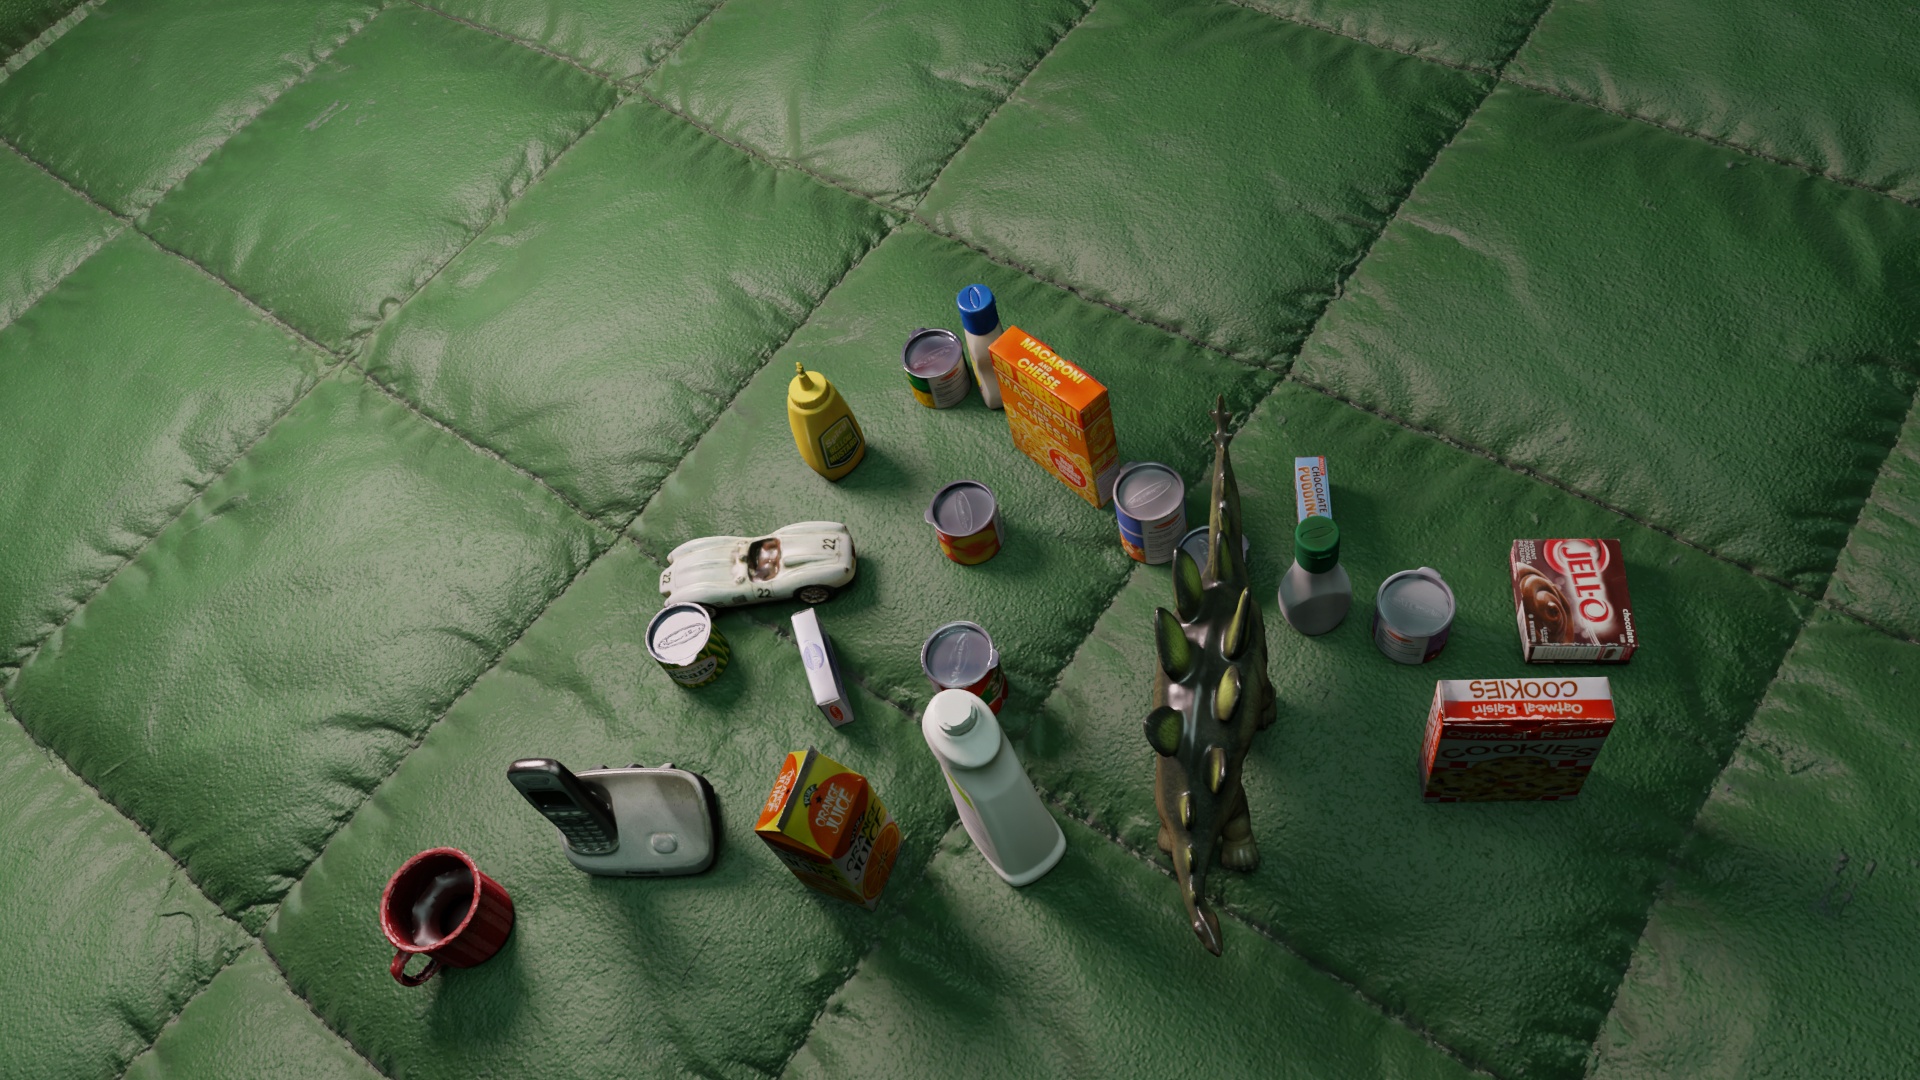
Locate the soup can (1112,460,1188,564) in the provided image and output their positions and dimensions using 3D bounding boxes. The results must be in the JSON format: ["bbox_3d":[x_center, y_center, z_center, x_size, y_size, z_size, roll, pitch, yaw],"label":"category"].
[{"bbox_3d":[0.180,-0.027,1.320,0.071,0.083,0.071,-5,58,9],"label":"soup can"}]

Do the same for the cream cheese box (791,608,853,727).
[{"bbox_3d":[-0.131,0.120,1.313,0.024,0.053,0.104,-21,57,-1],"label":"cream cheese box"}]

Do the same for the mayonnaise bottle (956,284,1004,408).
[{"bbox_3d":[0.027,-0.201,1.422,0.041,0.147,0.065,-16,57,3],"label":"mayonnaise bottle"}]

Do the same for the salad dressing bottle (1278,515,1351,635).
[{"bbox_3d":[0.312,0.031,1.217,0.064,0.147,0.044,-14,57,4],"label":"salad dressing bottle"}]

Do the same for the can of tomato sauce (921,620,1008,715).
[{"bbox_3d":[0.007,0.121,1.265,0.071,0.082,0.071,-5,58,9],"label":"can of tomato sauce"}]

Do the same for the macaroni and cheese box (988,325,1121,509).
[{"bbox_3d":[0.095,-0.118,1.345,0.040,0.165,0.124,-43,60,-14],"label":"macaroni and cheese box"}]

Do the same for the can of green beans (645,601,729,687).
[{"bbox_3d":[-0.265,0.102,1.350,0.071,0.057,0.071,-5,58,9],"label":"can of green beans"}]

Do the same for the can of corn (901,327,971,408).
[{"bbox_3d":[-0.026,-0.184,1.476,0.071,0.058,0.071,-5,58,9],"label":"can of corn"}]

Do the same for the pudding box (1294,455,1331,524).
[{"bbox_3d":[0.333,-0.033,1.311,0.030,0.049,0.084,-2,58,11],"label":"pudding box"}]

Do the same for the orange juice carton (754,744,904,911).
[{"bbox_3d":[-0.111,0.237,1.153,0.073,0.191,0.072,14,63,20],"label":"orange juice carton"}]

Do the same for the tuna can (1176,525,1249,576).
[{"bbox_3d":[0.238,0.021,1.308,0.071,0.032,0.071,-5,58,9],"label":"tuna can"}]

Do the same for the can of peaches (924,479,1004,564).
[{"bbox_3d":[0.005,-0.017,1.366,0.071,0.057,0.071,-5,58,9],"label":"can of peaches"}]

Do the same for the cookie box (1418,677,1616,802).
[{"bbox_3d":[0.435,0.161,1.099,0.123,0.166,0.040,-3,59,11],"label":"cookie box"}]

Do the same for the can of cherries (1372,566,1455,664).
[{"bbox_3d":[0.402,0.067,1.229,0.071,0.058,0.072,-5,58,9],"label":"can of cherries"}]

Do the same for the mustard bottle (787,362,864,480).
[{"bbox_3d":[-0.142,-0.125,1.404,0.065,0.159,0.049,-43,60,-15],"label":"mustard bottle"}]
